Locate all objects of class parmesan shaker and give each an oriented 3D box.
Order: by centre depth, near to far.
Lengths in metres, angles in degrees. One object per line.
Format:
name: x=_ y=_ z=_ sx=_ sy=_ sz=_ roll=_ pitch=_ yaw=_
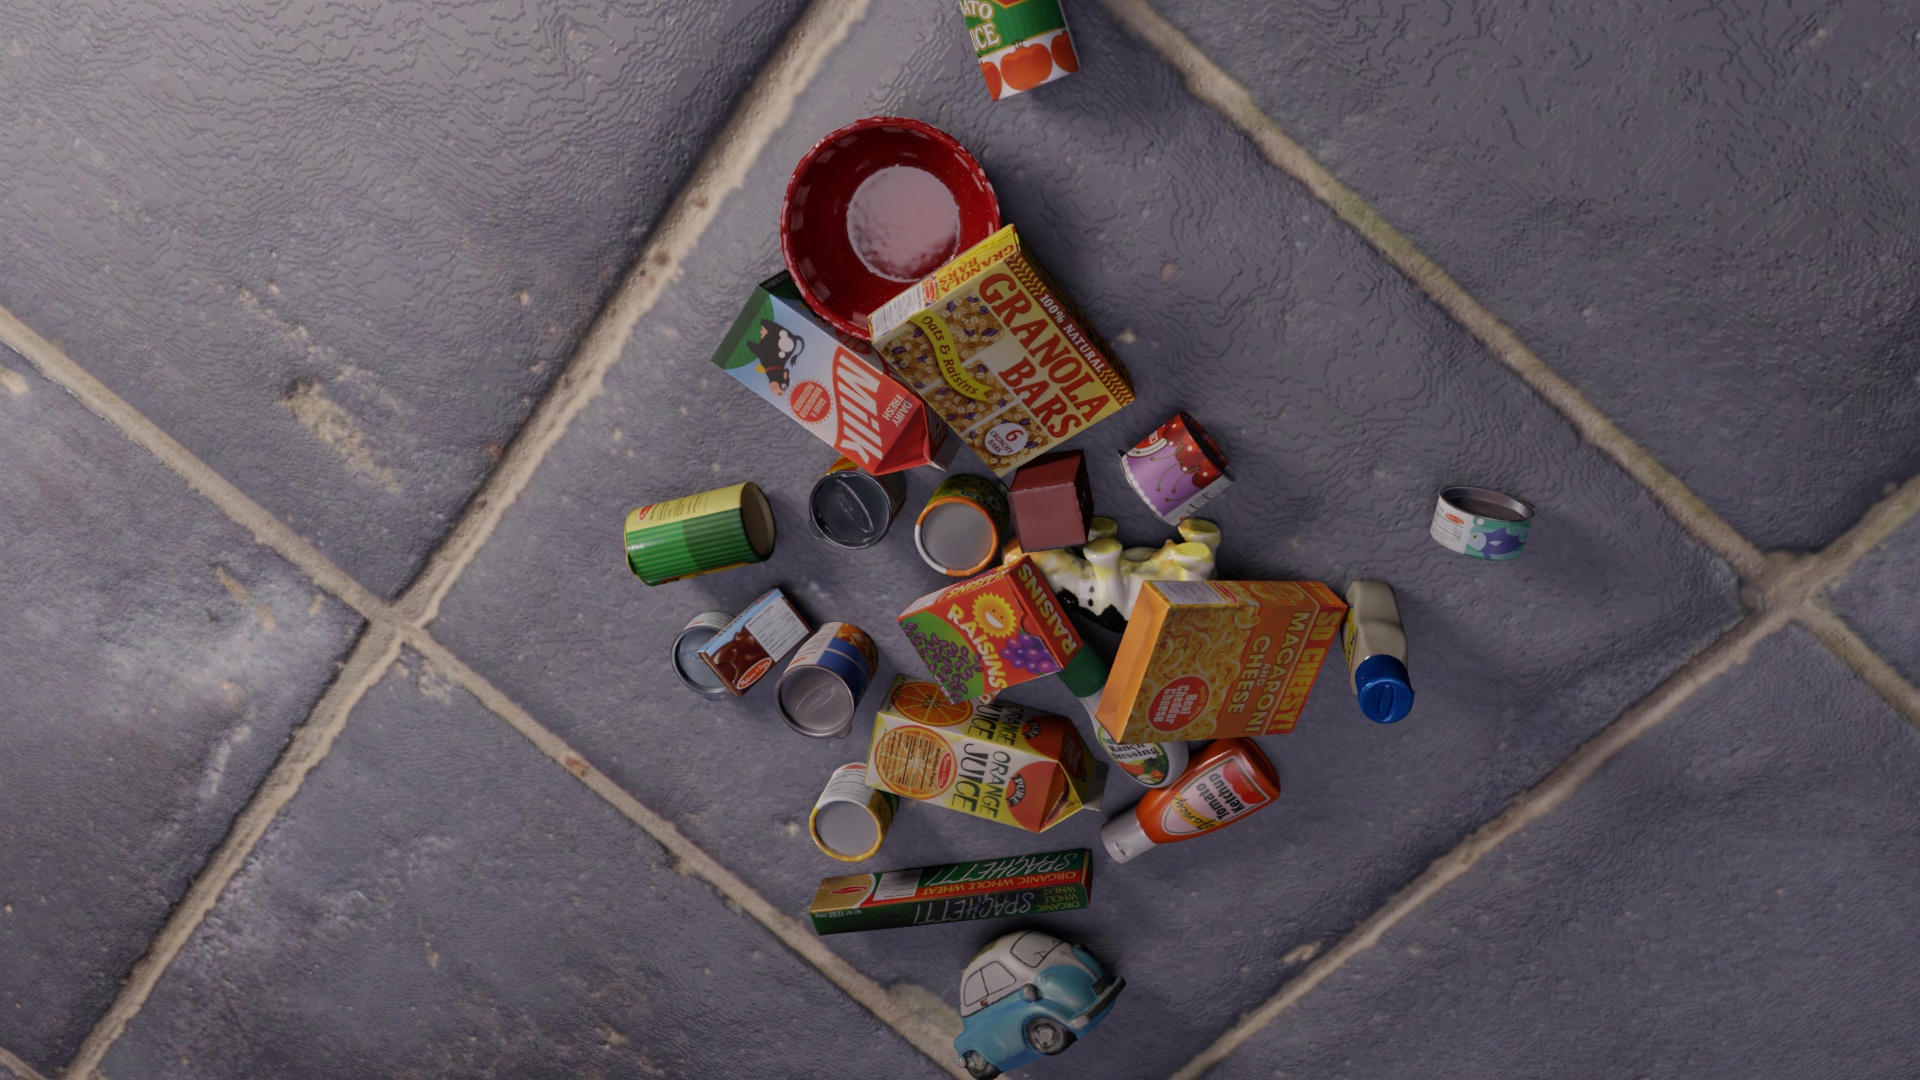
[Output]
parmesan shaker: x=-0.209 y=-0.003 z=1.119 sx=0.103 sy=0.071 sz=0.071 roll=-12 pitch=108 yaw=15

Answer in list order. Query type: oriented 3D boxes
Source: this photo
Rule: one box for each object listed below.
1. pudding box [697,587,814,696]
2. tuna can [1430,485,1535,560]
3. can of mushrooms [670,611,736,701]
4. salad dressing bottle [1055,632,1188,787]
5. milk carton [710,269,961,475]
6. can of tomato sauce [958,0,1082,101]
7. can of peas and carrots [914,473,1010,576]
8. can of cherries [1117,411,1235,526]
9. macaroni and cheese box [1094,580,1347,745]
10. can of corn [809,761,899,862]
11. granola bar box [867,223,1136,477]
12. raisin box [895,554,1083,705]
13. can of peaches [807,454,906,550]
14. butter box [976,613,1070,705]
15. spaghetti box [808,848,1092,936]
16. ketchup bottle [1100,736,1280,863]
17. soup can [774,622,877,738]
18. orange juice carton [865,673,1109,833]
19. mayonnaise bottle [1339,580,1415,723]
pudding box: x=-0.168 y=0.083 z=1.141 sx=0.084 sy=0.030 sz=0.049 roll=-43 pitch=102 yaw=-21
tuna can: x=0.379 y=-0.013 z=1.005 sx=0.071 sy=0.071 sz=0.032 roll=10 pitch=113 yaw=7
can of mushrooms: x=-0.209 y=0.098 z=1.178 sx=0.071 sy=0.033 sz=0.070 roll=3 pitch=111 yaw=9
salad dressing bottle: x=0.124 y=0.135 z=1.102 sx=0.064 sy=0.044 sz=0.147 roll=-17 pitch=123 yaw=43
milk carton: x=-0.083 y=-0.117 z=1.051 sx=0.190 sy=0.072 sz=0.073 roll=35 pitch=113 yaw=-4
can of tomato sauce: x=0.037 y=-0.349 z=0.942 sx=0.071 sy=0.071 sz=0.083 roll=-16 pitch=107 yaw=16
can of peas and carrots: x=0.004 y=-0.014 z=1.080 sx=0.071 sy=0.059 sz=0.070 roll=4 pitch=112 yaw=9
can of cherries: x=0.160 y=-0.055 z=1.030 sx=0.058 sy=0.072 sz=0.071 roll=-38 pitch=99 yaw=21
macaroni and cheese box: x=0.196 y=0.090 z=1.044 sx=0.167 sy=0.040 sz=0.123 roll=1 pitch=120 yaw=-28
can of corn: x=-0.090 y=0.235 z=1.193 sx=0.071 sy=0.058 sz=0.071 roll=4 pitch=111 yaw=10
granola bar box: x=0.032 y=-0.132 z=1.001 sx=0.124 sy=0.039 sz=0.165 roll=-30 pitch=132 yaw=19
raisin box: x=0.021 y=0.070 z=1.070 sx=0.123 sy=0.040 sz=0.086 roll=-23 pitch=102 yaw=40
can of peaches: x=-0.082 y=-0.032 z=1.090 sx=0.071 sy=0.058 sz=0.071 roll=4 pitch=112 yaw=10
butter box: x=0.036 y=0.083 z=1.129 sx=0.053 sy=0.024 sz=0.103 roll=42 pitch=112 yaw=-5
spaghetti box: x=-0.007 y=0.306 z=1.208 sx=0.250 sy=0.050 sz=0.028 roll=-10 pitch=110 yaw=14
ketchup bottle: x=0.185 y=0.216 z=1.141 sx=0.148 sy=0.044 sz=0.064 roll=-34 pitch=102 yaw=21
soup can: x=-0.107 y=0.115 z=1.137 sx=0.071 sy=0.084 sz=0.071 roll=4 pitch=112 yaw=10
orange juice carton: x=0.026 y=0.179 z=1.142 sx=0.193 sy=0.072 sz=0.072 roll=14 pitch=113 yaw=6
mayonnaise bottle: x=0.302 y=0.083 z=1.010 sx=0.041 sy=0.149 sz=0.064 roll=6 pitch=112 yaw=9
